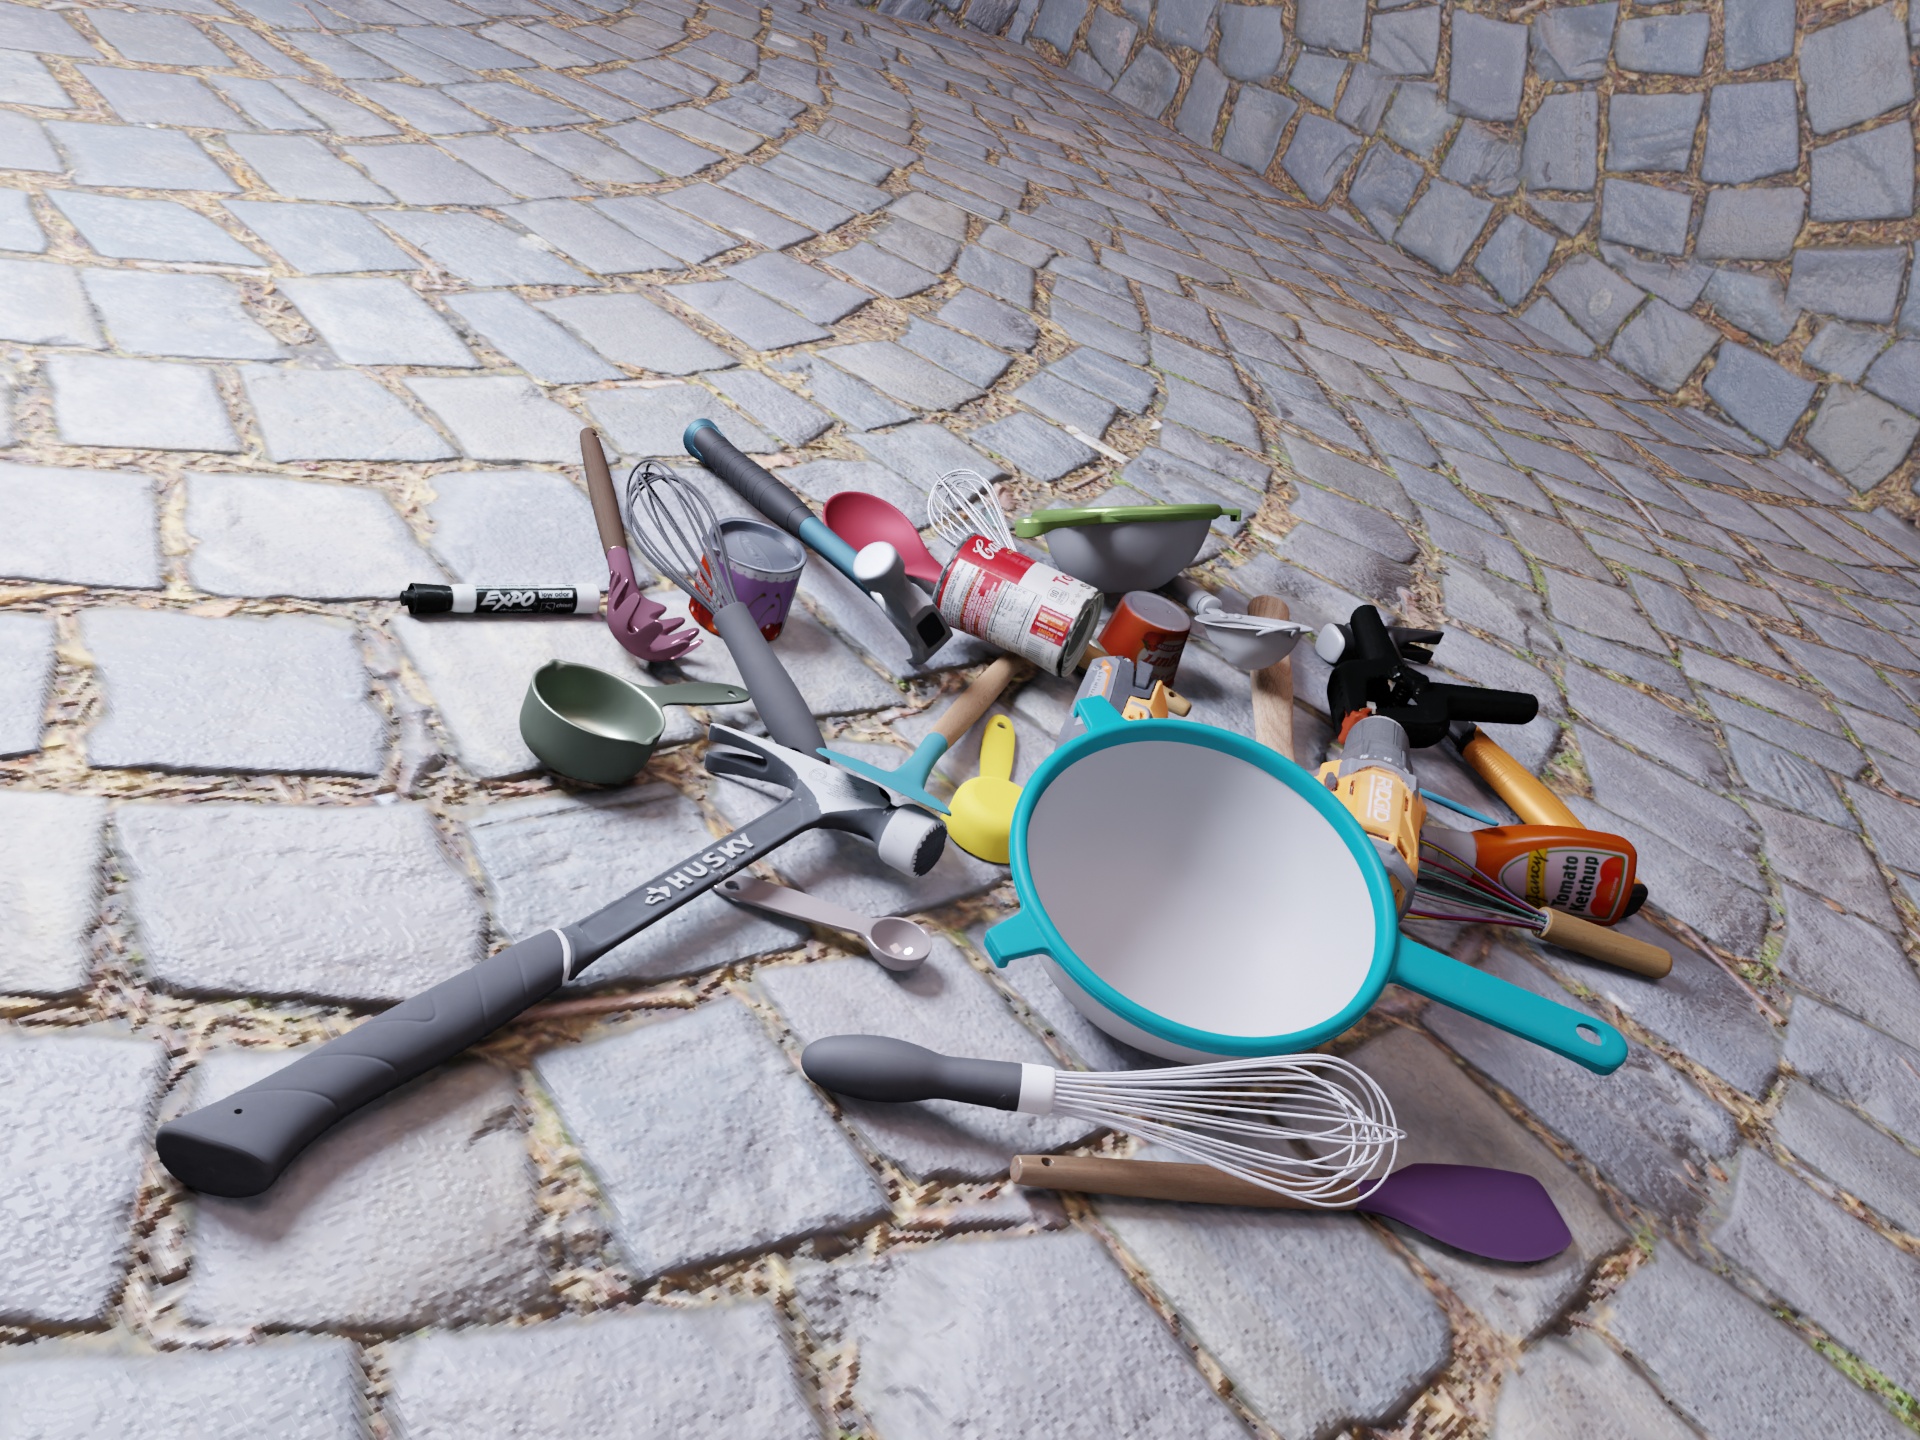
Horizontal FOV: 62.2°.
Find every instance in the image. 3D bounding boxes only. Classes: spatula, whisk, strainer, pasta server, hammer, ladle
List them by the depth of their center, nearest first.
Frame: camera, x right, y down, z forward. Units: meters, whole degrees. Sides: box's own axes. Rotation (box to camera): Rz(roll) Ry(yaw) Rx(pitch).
[{"bbox_3d":[0.067,0.176,0.741,0.284,0.070,0.070,8,32,-2],"label":"whisk"},{"bbox_3d":[-0.177,0.098,0.743,0.149,0.036,0.409,27,32,24],"label":"hammer"},{"bbox_3d":[0.170,0.233,0.779,0.315,0.018,0.060,11,33,-20],"label":"spatula"},{"bbox_3d":[0.178,0.131,0.857,0.340,0.095,0.211,23,47,2],"label":"strainer"},{"bbox_3d":[-0.142,-0.062,0.967,0.055,0.055,0.239,-14,65,-45],"label":"whisk"},{"bbox_3d":[-0.002,-0.003,0.999,0.082,0.044,0.317,25,26,9],"label":"spatula"},{"bbox_3d":[0.363,0.130,1.050,0.245,0.051,0.047,19,60,-13],"label":"whisk"},{"bbox_3d":[-0.229,-0.129,1.071,0.060,0.040,0.317,37,16,-37],"label":"pasta server"},{"bbox_3d":[-0.111,-0.139,1.118,0.331,0.033,0.128,42,-7,42],"label":"hammer"},{"bbox_3d":[0.030,-0.082,1.154,0.315,0.031,0.069,30,50,19],"label":"ladle"},{"bbox_3d":[0.232,-0.014,1.193,0.130,0.031,0.331,21,30,-3],"label":"hammer"},{"bbox_3d":[0.107,-0.129,1.215,0.151,0.069,0.256,2,9,29],"label":"strainer"},{"bbox_3d":[0.043,-0.115,1.216,0.247,0.058,0.059,53,8,35],"label":"whisk"},{"bbox_3d":[0.197,-0.083,1.228,0.087,0.050,0.259,2,18,-16],"label":"strainer"},{"bbox_3d":[0.415,0.030,1.239,0.127,0.034,0.337,1,36,-29],"label":"hammer"}]

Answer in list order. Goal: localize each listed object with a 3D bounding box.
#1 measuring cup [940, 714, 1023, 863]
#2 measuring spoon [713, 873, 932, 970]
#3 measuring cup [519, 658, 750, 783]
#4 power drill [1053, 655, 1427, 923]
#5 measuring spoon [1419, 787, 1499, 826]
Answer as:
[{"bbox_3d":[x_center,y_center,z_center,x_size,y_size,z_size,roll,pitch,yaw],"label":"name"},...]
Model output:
[{"bbox_3d":[0.025,0.031,0.989,0.062,0.029,0.157,18,32,-7],"label":"measuring cup"},{"bbox_3d":[-0.075,0.105,0.830,0.124,0.018,0.034,18,29,6],"label":"measuring spoon"},{"bbox_3d":[-0.180,0.001,0.909,0.083,0.038,0.167,38,22,23],"label":"measuring cup"},{"bbox_3d":[0.180,0.031,1.002,0.226,0.084,0.185,17,34,9],"label":"power drill"},{"bbox_3d":[0.319,0.058,1.110,0.042,0.021,0.129,14,8,-39],"label":"measuring spoon"}]
